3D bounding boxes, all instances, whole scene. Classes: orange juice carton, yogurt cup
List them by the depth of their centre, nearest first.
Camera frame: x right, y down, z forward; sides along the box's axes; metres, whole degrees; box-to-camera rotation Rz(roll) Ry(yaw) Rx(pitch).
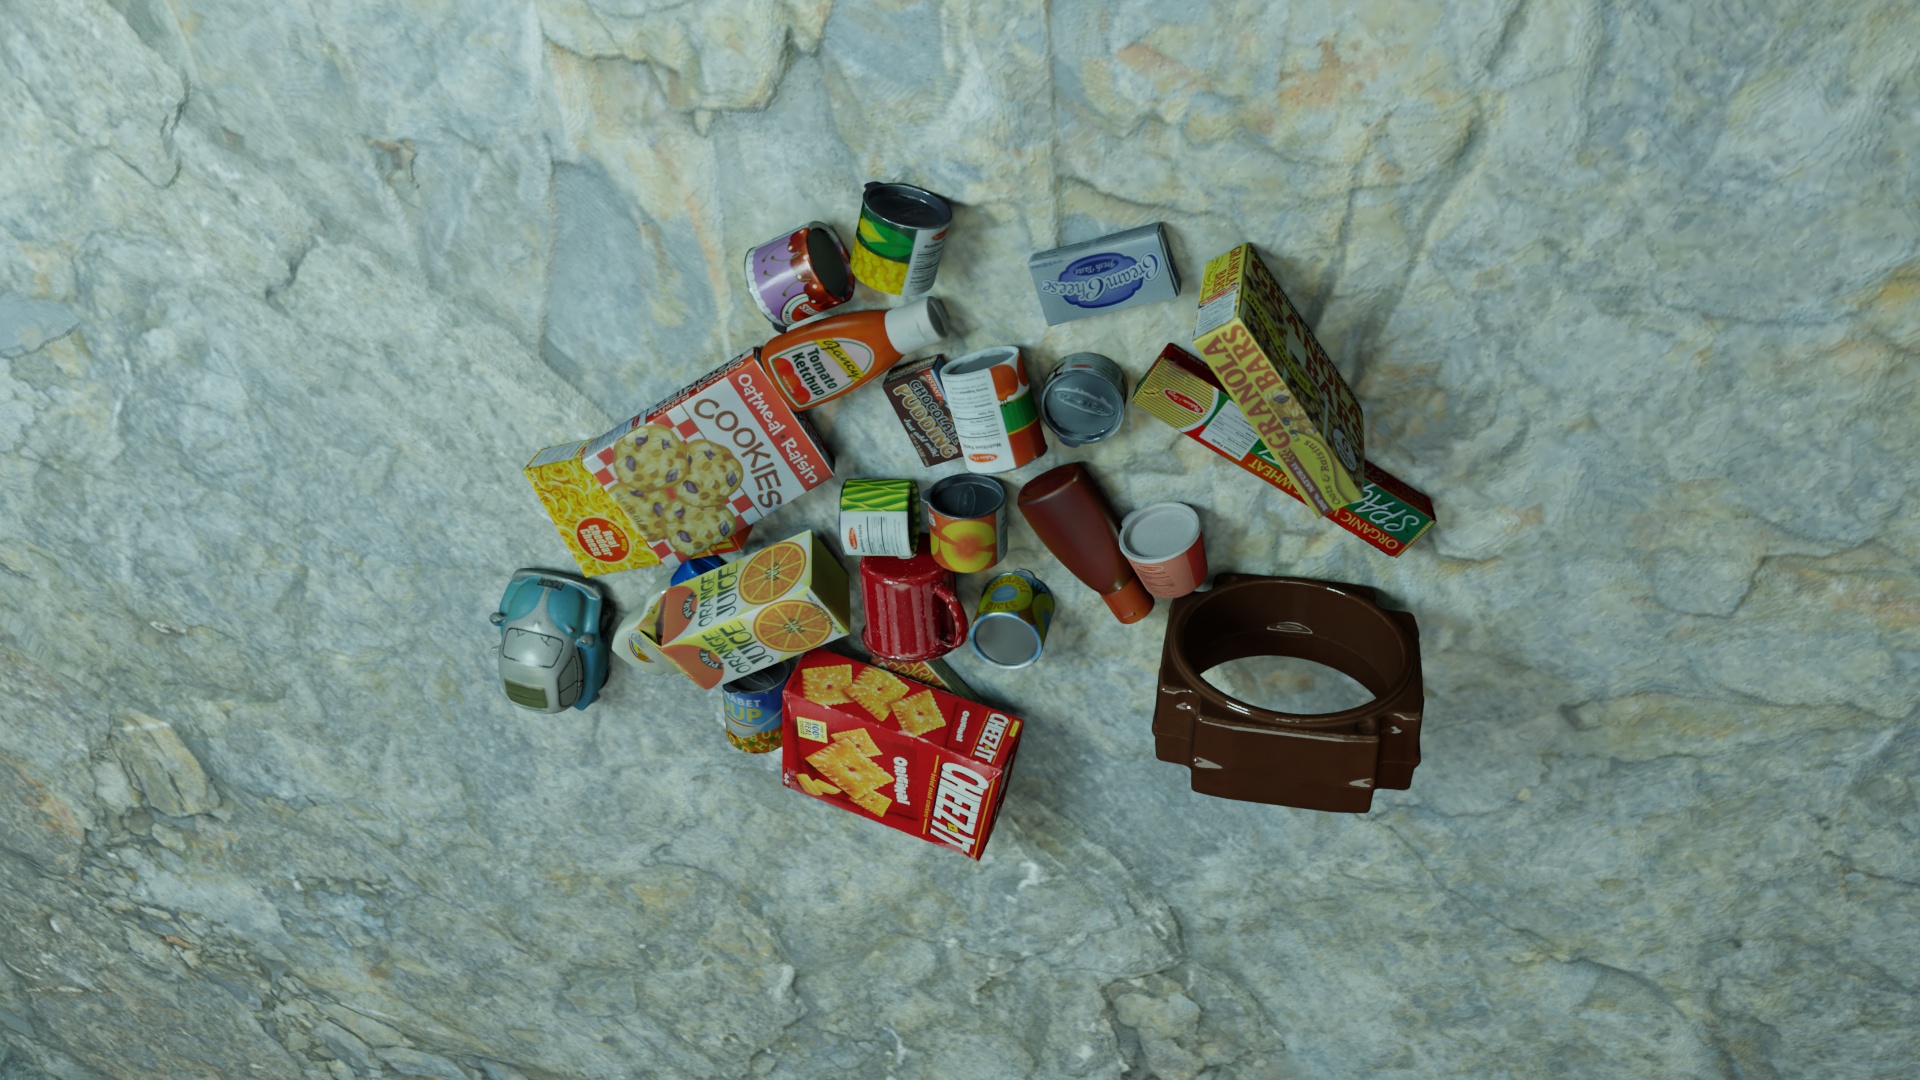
[{"bbox_3d":[0.169,0.010,1.135,0.072,0.073,0.053,-9,131,21],"label":"yogurt cup"},{"bbox_3d":[-0.199,0.070,1.241,0.192,0.073,0.071,-22,133,14],"label":"orange juice carton"}]

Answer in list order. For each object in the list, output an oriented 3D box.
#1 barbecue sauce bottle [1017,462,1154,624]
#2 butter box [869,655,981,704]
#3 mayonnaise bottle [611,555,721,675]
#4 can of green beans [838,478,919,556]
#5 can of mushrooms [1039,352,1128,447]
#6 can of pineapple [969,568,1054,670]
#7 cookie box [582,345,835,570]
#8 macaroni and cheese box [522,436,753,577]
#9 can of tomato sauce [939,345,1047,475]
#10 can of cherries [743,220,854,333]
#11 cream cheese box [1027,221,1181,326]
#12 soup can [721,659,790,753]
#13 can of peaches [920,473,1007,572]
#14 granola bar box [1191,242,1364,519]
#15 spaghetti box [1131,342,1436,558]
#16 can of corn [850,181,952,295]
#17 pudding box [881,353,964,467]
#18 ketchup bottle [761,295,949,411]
[{"bbox_3d":[0.111,0.006,1.160,0.064,0.044,0.148,-23,117,29],"label":"barbecue sauce bottle"},{"bbox_3d":[-0.032,0.135,1.306,0.053,0.024,0.103,-30,113,31],"label":"butter box"},{"bbox_3d":[-0.273,0.066,1.310,0.065,0.041,0.147,31,127,-13],"label":"mayonnaise bottle"},{"bbox_3d":[-0.068,-0.020,1.173,0.058,0.071,0.071,0,126,8],"label":"can of green beans"},{"bbox_3d":[0.096,-0.110,1.085,0.071,0.034,0.070,7,127,10],"label":"can of mushrooms"},{"bbox_3d":[0.045,0.070,1.215,0.071,0.058,0.070,8,127,10],"label":"can of pineapple"},{"bbox_3d":[-0.207,-0.068,1.158,0.167,0.040,0.122,-29,117,7],"label":"cookie box"},{"bbox_3d":[-0.287,-0.036,1.240,0.166,0.040,0.123,-9,122,21],"label":"macaroni and cheese box"},{"bbox_3d":[0.027,-0.103,1.083,0.071,0.071,0.082,-8,113,21],"label":"can of tomato sauce"},{"bbox_3d":[-0.121,-0.200,1.056,0.058,0.072,0.071,-18,119,25],"label":"can of cherries"},{"bbox_3d":[0.106,-0.196,1.024,0.103,0.024,0.053,-10,123,22],"label":"cream cheese box"},{"bbox_3d":[-0.197,0.155,1.336,0.071,0.072,0.083,9,127,9],"label":"soup can"},{"bbox_3d":[0.004,-0.015,1.159,0.071,0.071,0.057,5,127,12],"label":"can of peaches"},{"bbox_3d":[0.229,-0.116,0.985,0.039,0.125,0.165,-28,114,30],"label":"granola bar box"},{"bbox_3d":[0.251,-0.068,1.076,0.250,0.029,0.050,30,128,-7],"label":"spaghetti box"},{"bbox_3d":[-0.047,-0.222,1.022,0.071,0.071,0.058,18,128,2],"label":"can of corn"},{"bbox_3d":[-0.022,-0.105,1.123,0.049,0.030,0.083,-15,120,24],"label":"pudding box"},{"bbox_3d":[-0.081,-0.152,1.096,0.148,0.044,0.064,-17,119,25],"label":"ketchup bottle"}]
